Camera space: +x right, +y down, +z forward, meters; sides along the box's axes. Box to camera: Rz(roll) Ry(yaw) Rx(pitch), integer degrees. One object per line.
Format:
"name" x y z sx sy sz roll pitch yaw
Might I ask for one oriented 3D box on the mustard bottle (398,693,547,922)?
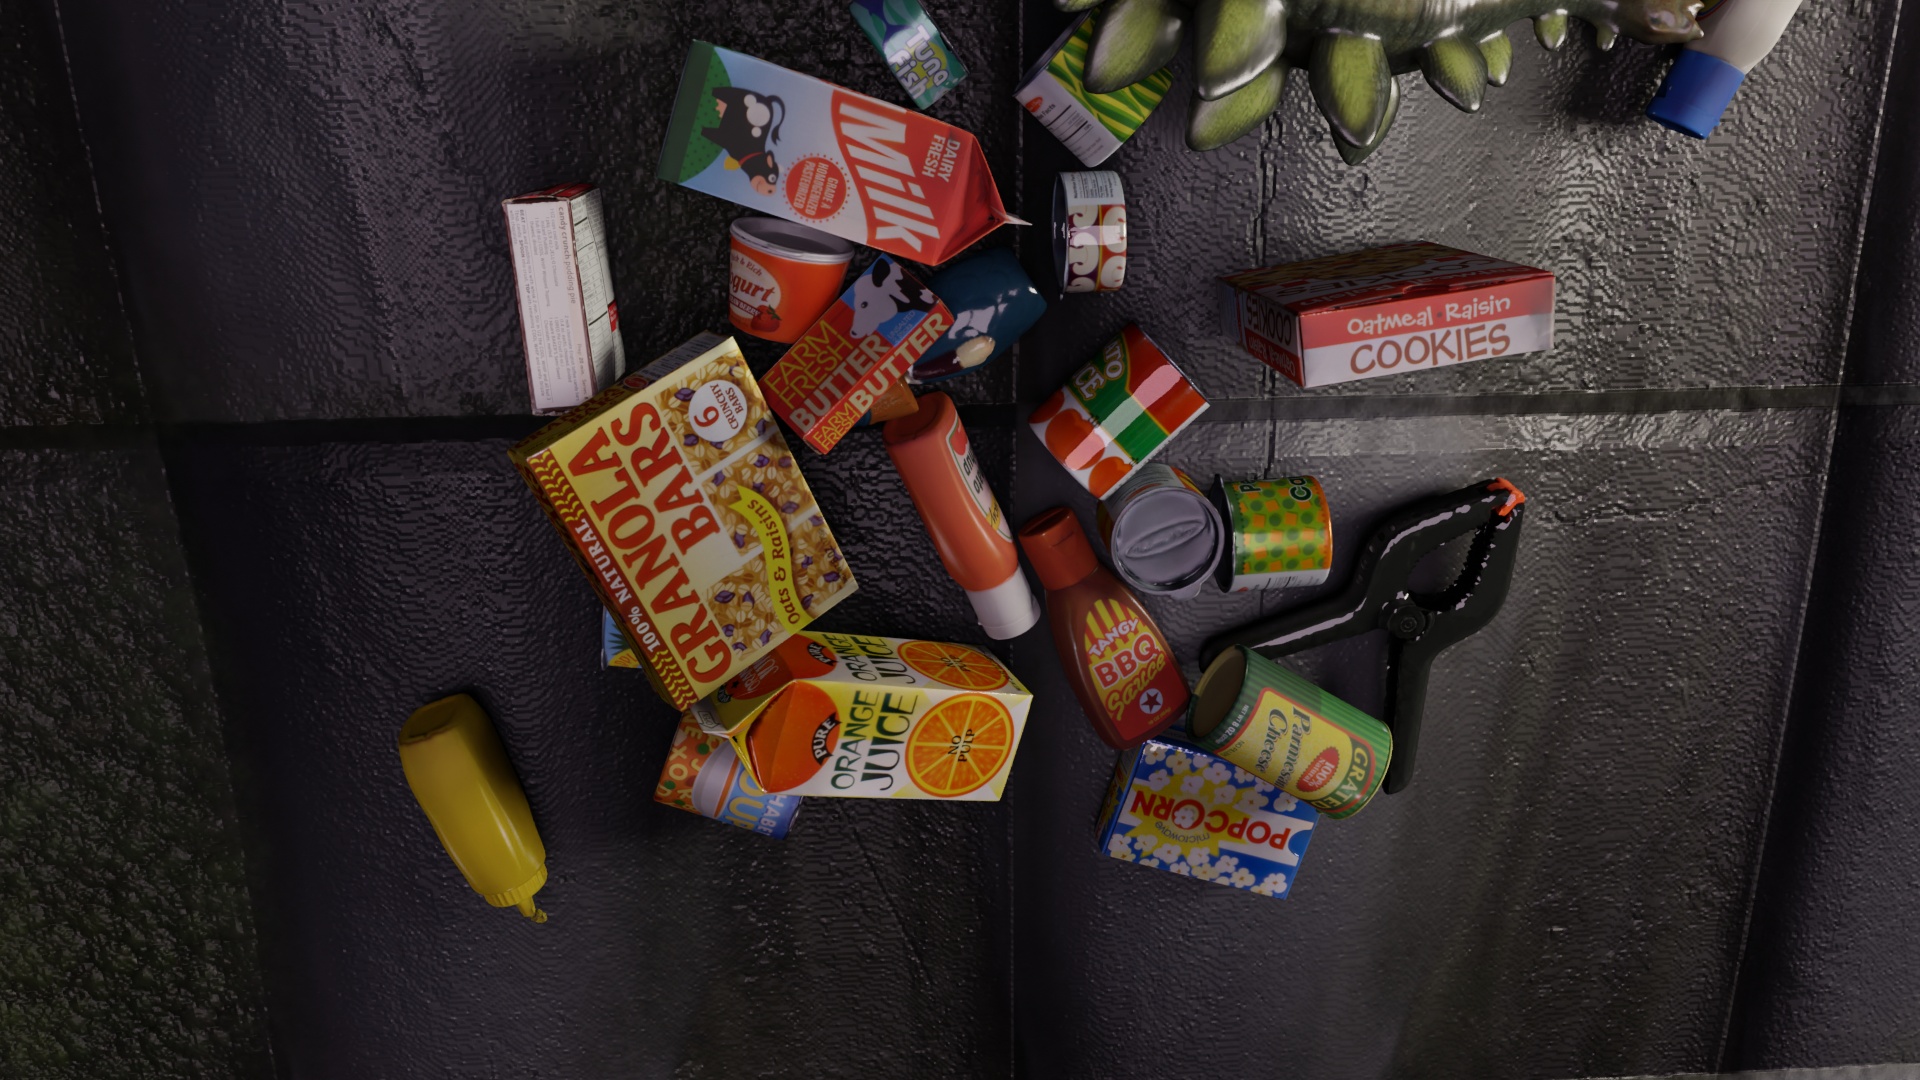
"mustard bottle" -0.290 0.174 0.849 0.049 0.065 0.159 -18 111 -2

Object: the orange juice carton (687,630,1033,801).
"orange juice carton" -0.064 0.099 0.800 0.193 0.072 0.072 7 108 -28

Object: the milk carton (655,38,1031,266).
"milk carton" -0.055 -0.200 0.740 0.191 0.072 0.073 17 106 -8

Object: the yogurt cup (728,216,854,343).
"yogurt cup" -0.096 -0.142 0.761 0.072 0.073 0.053 11 114 -7

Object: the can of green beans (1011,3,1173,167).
"can of green beans" 0.070 -0.242 0.737 0.058 0.071 0.071 40 101 -14

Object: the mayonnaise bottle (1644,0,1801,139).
"mayonnaise bottle" 0.424 -0.292 0.745 0.041 0.065 0.147 24 108 -2

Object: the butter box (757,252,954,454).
"butter box" -0.057 -0.100 0.741 0.103 0.053 0.024 -46 148 -1

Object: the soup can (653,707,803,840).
"soup can" -0.136 0.139 0.841 0.084 0.071 0.071 19 106 -9

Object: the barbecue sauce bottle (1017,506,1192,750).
"barbecue sauce bottle" 0.083 0.051 0.839 0.065 0.043 0.148 -33 107 -14

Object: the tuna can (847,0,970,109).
"tuna can" -0.026 -0.259 0.724 0.033 0.071 0.071 -36 106 10

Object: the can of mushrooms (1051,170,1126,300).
"can of mushrooms" 0.070 -0.167 0.761 0.033 0.071 0.070 -3 108 -3

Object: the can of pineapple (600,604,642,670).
"can of pineapple" -0.175 0.045 0.811 0.058 0.071 0.070 6 107 -5

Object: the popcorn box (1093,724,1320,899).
"popcorn box" 0.158 0.170 0.885 0.127 0.038 0.085 16 105 -7

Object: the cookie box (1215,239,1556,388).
"cookie box" 0.214 -0.123 0.728 0.123 0.168 0.040 -10 107 0

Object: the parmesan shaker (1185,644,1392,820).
"parmesan shaker" 0.192 0.116 0.827 0.103 0.071 0.071 28 104 -10

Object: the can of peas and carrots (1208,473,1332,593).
"can of peas and carrots" 0.180 -0.006 0.817 0.059 0.071 0.070 -4 108 -2

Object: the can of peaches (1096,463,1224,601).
"can of peaches" 0.117 -0.005 0.817 0.071 0.058 0.071 -1 108 -4

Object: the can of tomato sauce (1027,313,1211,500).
"can of tomato sauce" 0.088 -0.075 0.790 0.083 0.071 0.071 -43 105 11

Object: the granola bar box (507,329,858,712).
"granola bar box" -0.143 -0.010 0.741 0.124 0.039 0.165 -36 120 -21

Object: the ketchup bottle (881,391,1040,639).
"ketchup bottle" 0.003 -0.010 0.810 0.043 0.065 0.148 -19 117 13
